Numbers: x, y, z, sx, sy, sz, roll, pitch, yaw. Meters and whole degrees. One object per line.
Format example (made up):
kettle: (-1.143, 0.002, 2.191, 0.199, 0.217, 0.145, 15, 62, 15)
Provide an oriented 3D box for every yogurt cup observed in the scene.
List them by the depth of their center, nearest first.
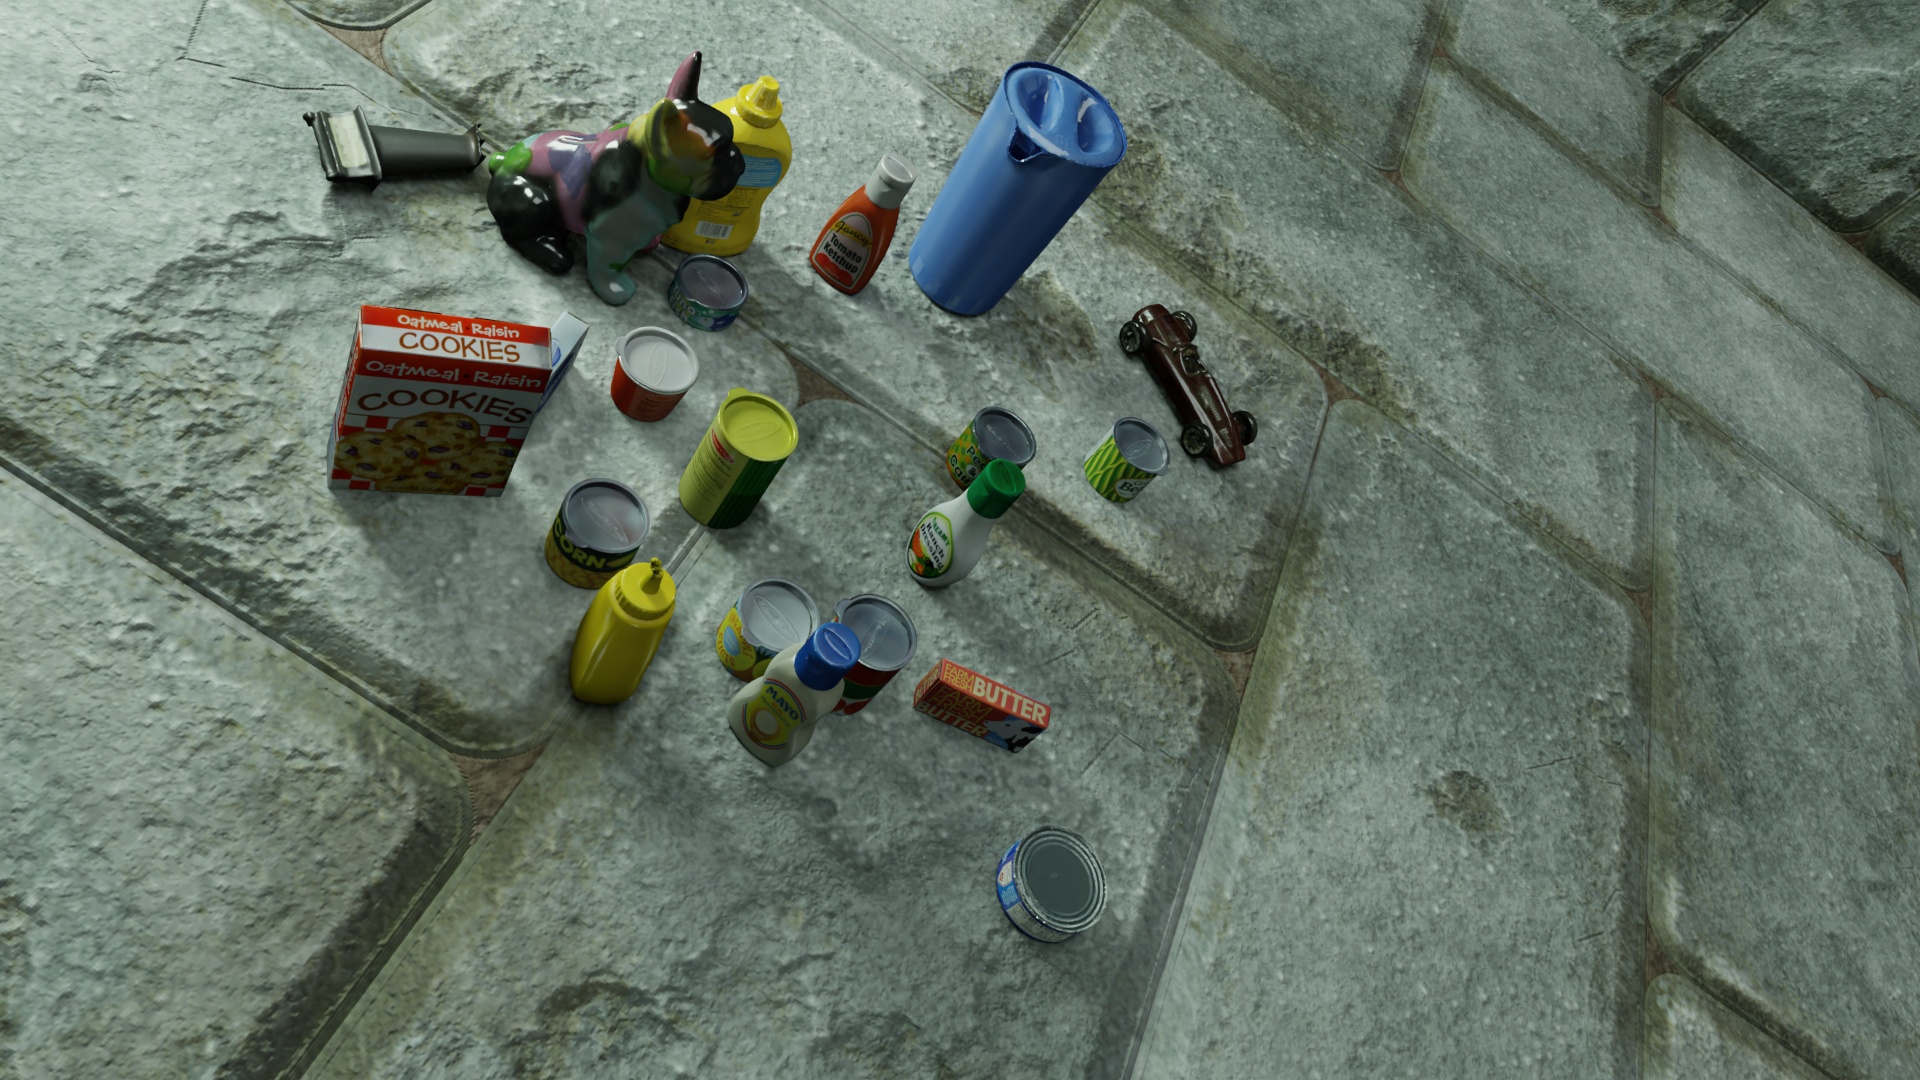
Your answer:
yogurt cup: (-0.258, -0.136, 1.157, 0.072, 0.053, 0.073, 17, 51, -22)

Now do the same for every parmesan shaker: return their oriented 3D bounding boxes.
parmesan shaker: (-0.182, -0.066, 1.121, 0.071, 0.102, 0.071, 17, 51, -22)

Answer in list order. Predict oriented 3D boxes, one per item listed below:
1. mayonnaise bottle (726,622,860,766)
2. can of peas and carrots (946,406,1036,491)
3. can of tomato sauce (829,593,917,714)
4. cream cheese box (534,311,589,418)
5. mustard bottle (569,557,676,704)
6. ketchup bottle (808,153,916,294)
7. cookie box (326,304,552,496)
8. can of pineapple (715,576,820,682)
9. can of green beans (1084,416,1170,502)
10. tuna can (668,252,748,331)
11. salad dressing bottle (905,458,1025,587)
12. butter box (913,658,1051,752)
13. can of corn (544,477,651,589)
mayonnaise bottle: (-0.118, 0.109, 1.006, 0.065, 0.147, 0.041, 46, 47, 4)
can of peas and carrots: (0.027, -0.080, 1.293, 0.071, 0.058, 0.071, 17, 51, -22)
can of tomato sauce: (-0.083, 0.089, 1.086, 0.071, 0.082, 0.071, 17, 51, -22)
cream cheese box: (-0.334, -0.131, 1.106, 0.024, 0.053, 0.104, 30, 48, -11)
mustard bottle: (-0.230, 0.057, 0.964, 0.049, 0.159, 0.065, 10, 54, -26)
ketchup bottle: (-0.089, -0.302, 1.317, 0.065, 0.148, 0.044, 39, 47, -2)
cookie box: (-0.370, -0.094, 0.979, 0.123, 0.166, 0.040, 3, 58, -31)
can of pineapple: (-0.151, 0.071, 1.074, 0.071, 0.057, 0.071, 17, 51, -22)
can of green beans: (0.165, -0.080, 1.379, 0.071, 0.057, 0.071, 17, 51, -22)
tuna can: (-0.229, -0.222, 1.251, 0.071, 0.032, 0.071, 17, 51, -22)
salad dressing bottle: (0.004, -0.015, 1.171, 0.044, 0.147, 0.064, -8, 64, -36)
butter box: (0.017, 0.136, 1.136, 0.103, 0.053, 0.024, 26, 49, -14)
can of corn: (-0.276, -0.003, 1.048, 0.071, 0.058, 0.071, 17, 51, -22)
